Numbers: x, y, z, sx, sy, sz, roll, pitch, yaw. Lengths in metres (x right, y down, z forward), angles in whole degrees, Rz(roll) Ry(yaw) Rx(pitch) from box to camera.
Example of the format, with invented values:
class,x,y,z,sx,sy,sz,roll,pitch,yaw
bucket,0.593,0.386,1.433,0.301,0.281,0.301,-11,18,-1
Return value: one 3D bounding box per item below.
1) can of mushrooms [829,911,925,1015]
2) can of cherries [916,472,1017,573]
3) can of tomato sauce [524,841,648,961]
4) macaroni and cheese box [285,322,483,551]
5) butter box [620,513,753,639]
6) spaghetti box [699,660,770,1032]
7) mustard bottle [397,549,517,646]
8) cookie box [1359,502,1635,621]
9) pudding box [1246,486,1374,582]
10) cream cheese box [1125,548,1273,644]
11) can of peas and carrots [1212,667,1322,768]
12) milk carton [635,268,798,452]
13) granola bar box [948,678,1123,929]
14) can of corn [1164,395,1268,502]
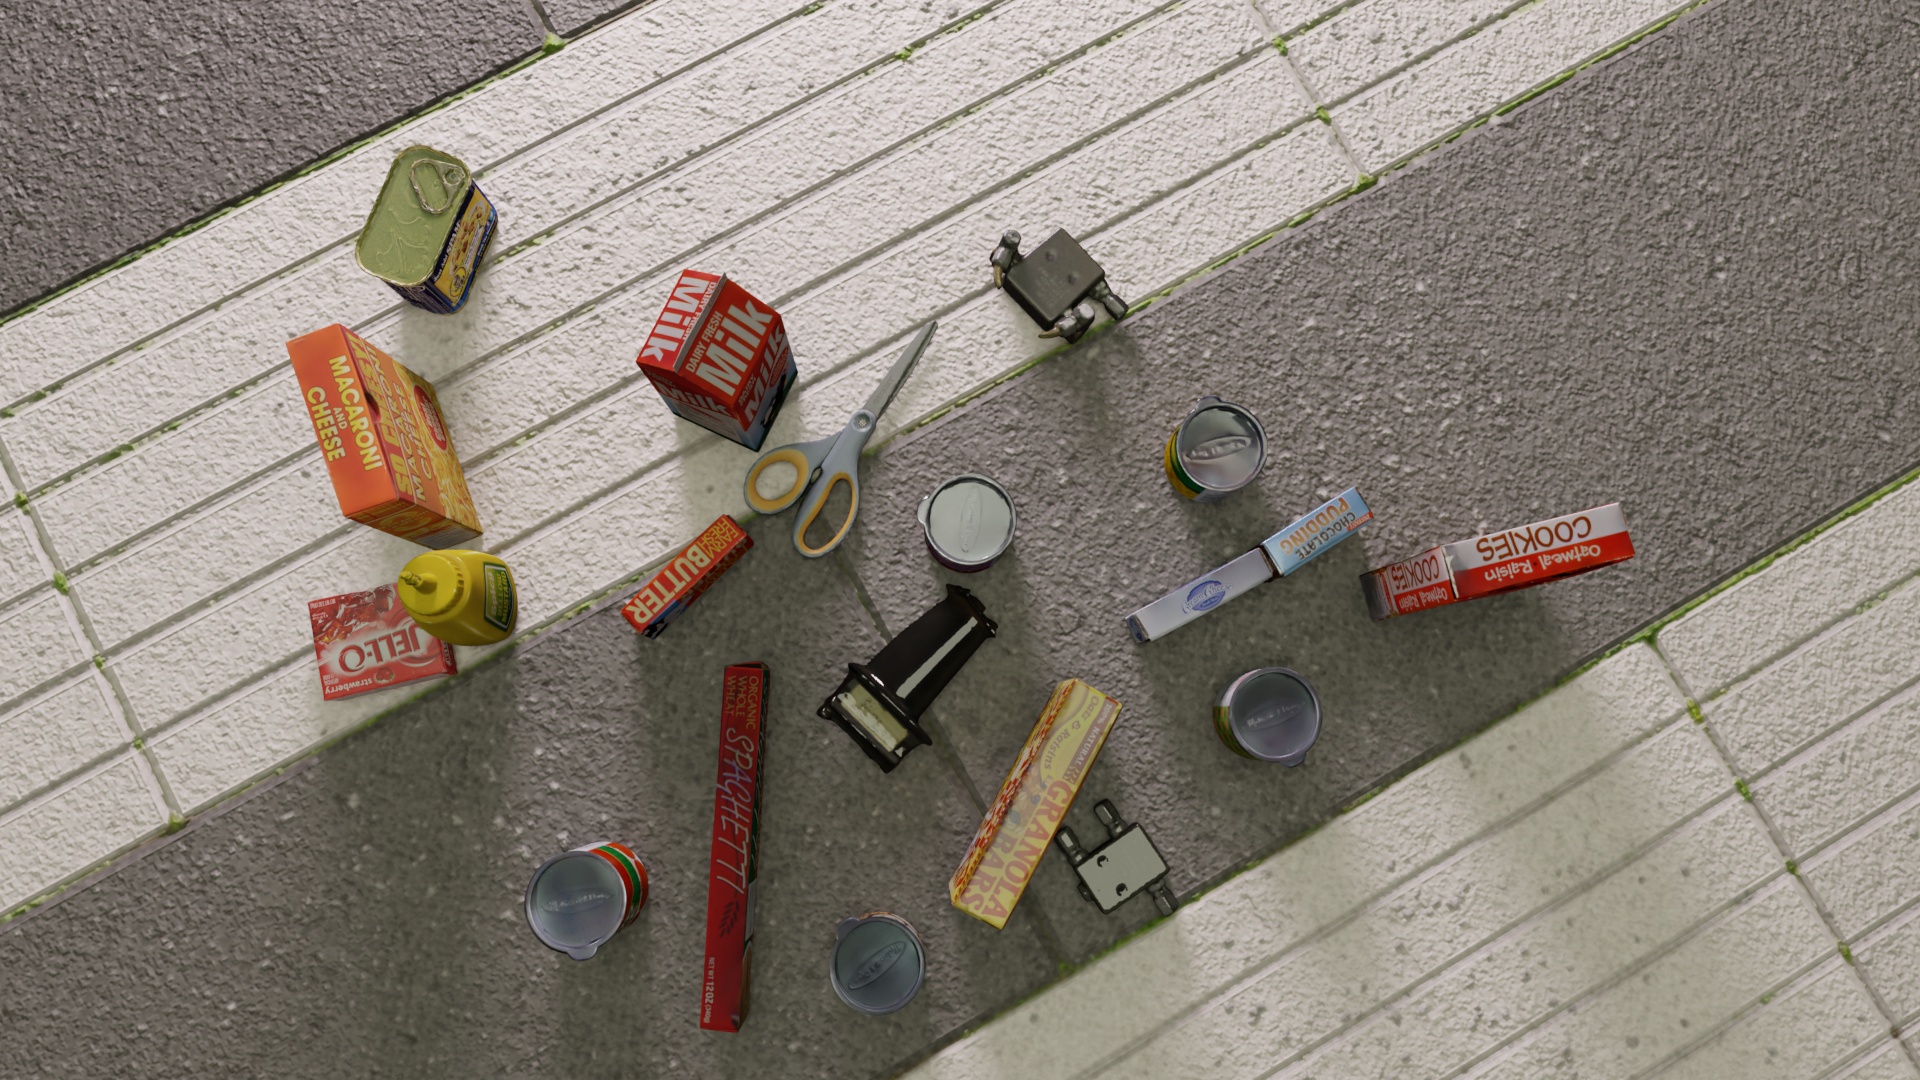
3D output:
class,x,y,z,sx,sy,sz,roll,pitch,yaw
can of mushrooms,-0.059,0.293,0.973,0.071,0.033,0.071,0,82,-2
can of cherries,0.004,-0.013,1.007,0.071,0.058,0.071,0,82,-2
can of tomato sauce,-0.252,0.244,0.949,0.071,0.083,0.071,0,82,-2
macaroni and cheese box,-0.387,-0.066,0.947,0.040,0.166,0.124,-21,83,-4
butter box,-0.195,0.026,0.997,0.103,0.053,0.024,-44,86,-7
spaghetti box,-0.157,0.210,0.973,0.029,0.050,0.250,3,82,-1
mustard bottle,-0.342,0.036,0.937,0.049,0.160,0.065,-5,82,-2
cookie box,0.364,0.019,0.959,0.123,0.167,0.040,-14,83,-4
pudding box,0.256,-0.003,1.018,0.084,0.049,0.030,-31,84,-6
cream cheese box,0.172,0.042,1.007,0.104,0.053,0.024,-27,84,-5
can of peas and carrots,0.220,0.127,0.994,0.071,0.058,0.071,0,82,-2
milk carton,-0.165,-0.124,0.951,0.073,0.190,0.072,25,82,2
granola bar box,0.049,0.176,0.948,0.039,0.124,0.166,29,82,2
can of corn,0.186,-0.066,1.021,0.071,0.058,0.071,0,82,-2
